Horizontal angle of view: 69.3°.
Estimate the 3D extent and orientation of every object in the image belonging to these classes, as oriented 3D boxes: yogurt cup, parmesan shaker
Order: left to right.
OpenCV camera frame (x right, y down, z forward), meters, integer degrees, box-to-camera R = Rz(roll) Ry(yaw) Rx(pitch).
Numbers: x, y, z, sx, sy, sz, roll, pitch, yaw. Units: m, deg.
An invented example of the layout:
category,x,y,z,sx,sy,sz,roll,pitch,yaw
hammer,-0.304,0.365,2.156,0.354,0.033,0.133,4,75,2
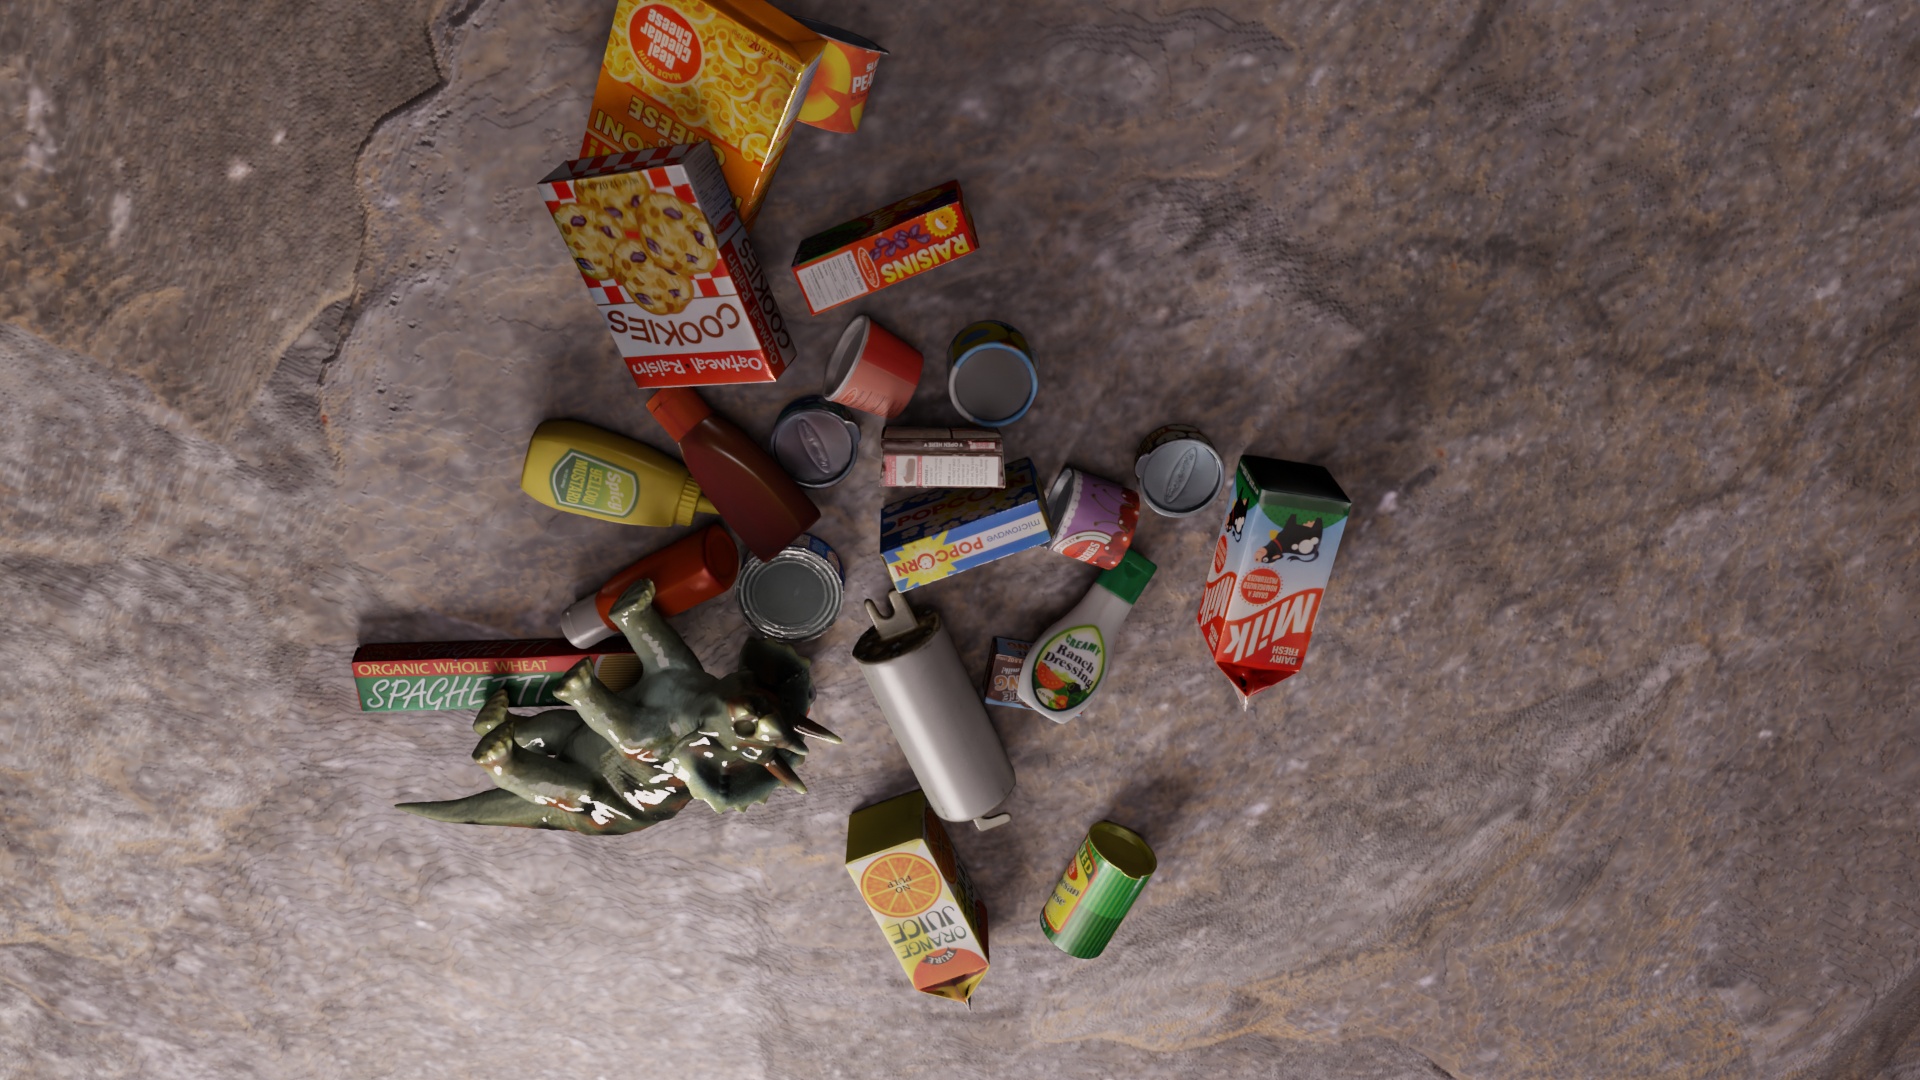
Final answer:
category,x,y,z,sx,sy,sz,roll,pitch,yaw
yogurt cup,-0.063,-0.124,1.019,0.054,0.073,0.072,24,112,-21
parmesan shaker,0.120,0.310,1.220,0.071,0.071,0.102,22,112,-12

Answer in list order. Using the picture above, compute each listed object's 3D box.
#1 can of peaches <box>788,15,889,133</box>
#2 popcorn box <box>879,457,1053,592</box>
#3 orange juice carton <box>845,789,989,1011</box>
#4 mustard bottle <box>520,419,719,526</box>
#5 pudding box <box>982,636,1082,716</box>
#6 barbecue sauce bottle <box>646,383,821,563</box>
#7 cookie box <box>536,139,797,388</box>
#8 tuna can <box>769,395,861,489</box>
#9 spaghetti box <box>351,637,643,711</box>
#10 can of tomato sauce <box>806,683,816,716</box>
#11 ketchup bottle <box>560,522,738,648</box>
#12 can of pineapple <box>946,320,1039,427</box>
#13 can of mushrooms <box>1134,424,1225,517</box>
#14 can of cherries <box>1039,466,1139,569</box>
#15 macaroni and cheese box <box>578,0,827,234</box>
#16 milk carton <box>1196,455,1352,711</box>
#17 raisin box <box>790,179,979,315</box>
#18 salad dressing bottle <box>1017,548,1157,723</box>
category,x,y,z,sx,sy,sz,roll,pitch,yaw
can of peaches,-0.090,-0.310,0.929,0.071,0.071,0.057,17,114,-10
popcorn box,0.004,-0.013,1.059,0.127,0.085,0.038,-19,115,6
orange juice carton,-0.028,0.321,1.220,0.073,0.072,0.192,-21,113,8
mustard bottle,-0.248,-0.043,1.055,0.160,0.049,0.065,15,115,-9
pudding box,0.063,0.113,1.150,0.084,0.030,0.049,10,114,-6
barbecue sauce bottle,-0.173,-0.056,1.038,0.148,0.044,0.064,49,131,-4
cookie box,-0.198,-0.185,0.956,0.123,0.040,0.166,1,130,27
tuna can,-0.108,-0.076,1.055,0.071,0.033,0.070,-1,115,-2
spaghetti box,-0.365,0.109,1.132,0.250,0.029,0.050,-2,115,-2
can of tomato sauce,-0.162,0.148,1.136,0.071,0.071,0.082,23,112,-12
ketchup bottle,-0.246,0.040,1.089,0.148,0.065,0.043,-25,124,19
can of pineapple,0.025,-0.123,1.024,0.071,0.058,0.070,-1,115,-2
can of mushrooms,0.167,-0.055,1.075,0.071,0.033,0.070,-1,116,-2
can of cherries,0.098,-0.014,1.071,0.058,0.072,0.071,19,113,-12
macaroni and cheese box,-0.171,-0.285,0.905,0.124,0.040,0.165,32,138,-4
milk carton,0.240,0.037,1.099,0.073,0.072,0.189,8,114,-6
raisin box,-0.051,-0.205,0.968,0.123,0.086,0.040,-20,112,7
salad dressing bottle,0.102,0.073,1.106,0.064,0.044,0.147,32,90,0
